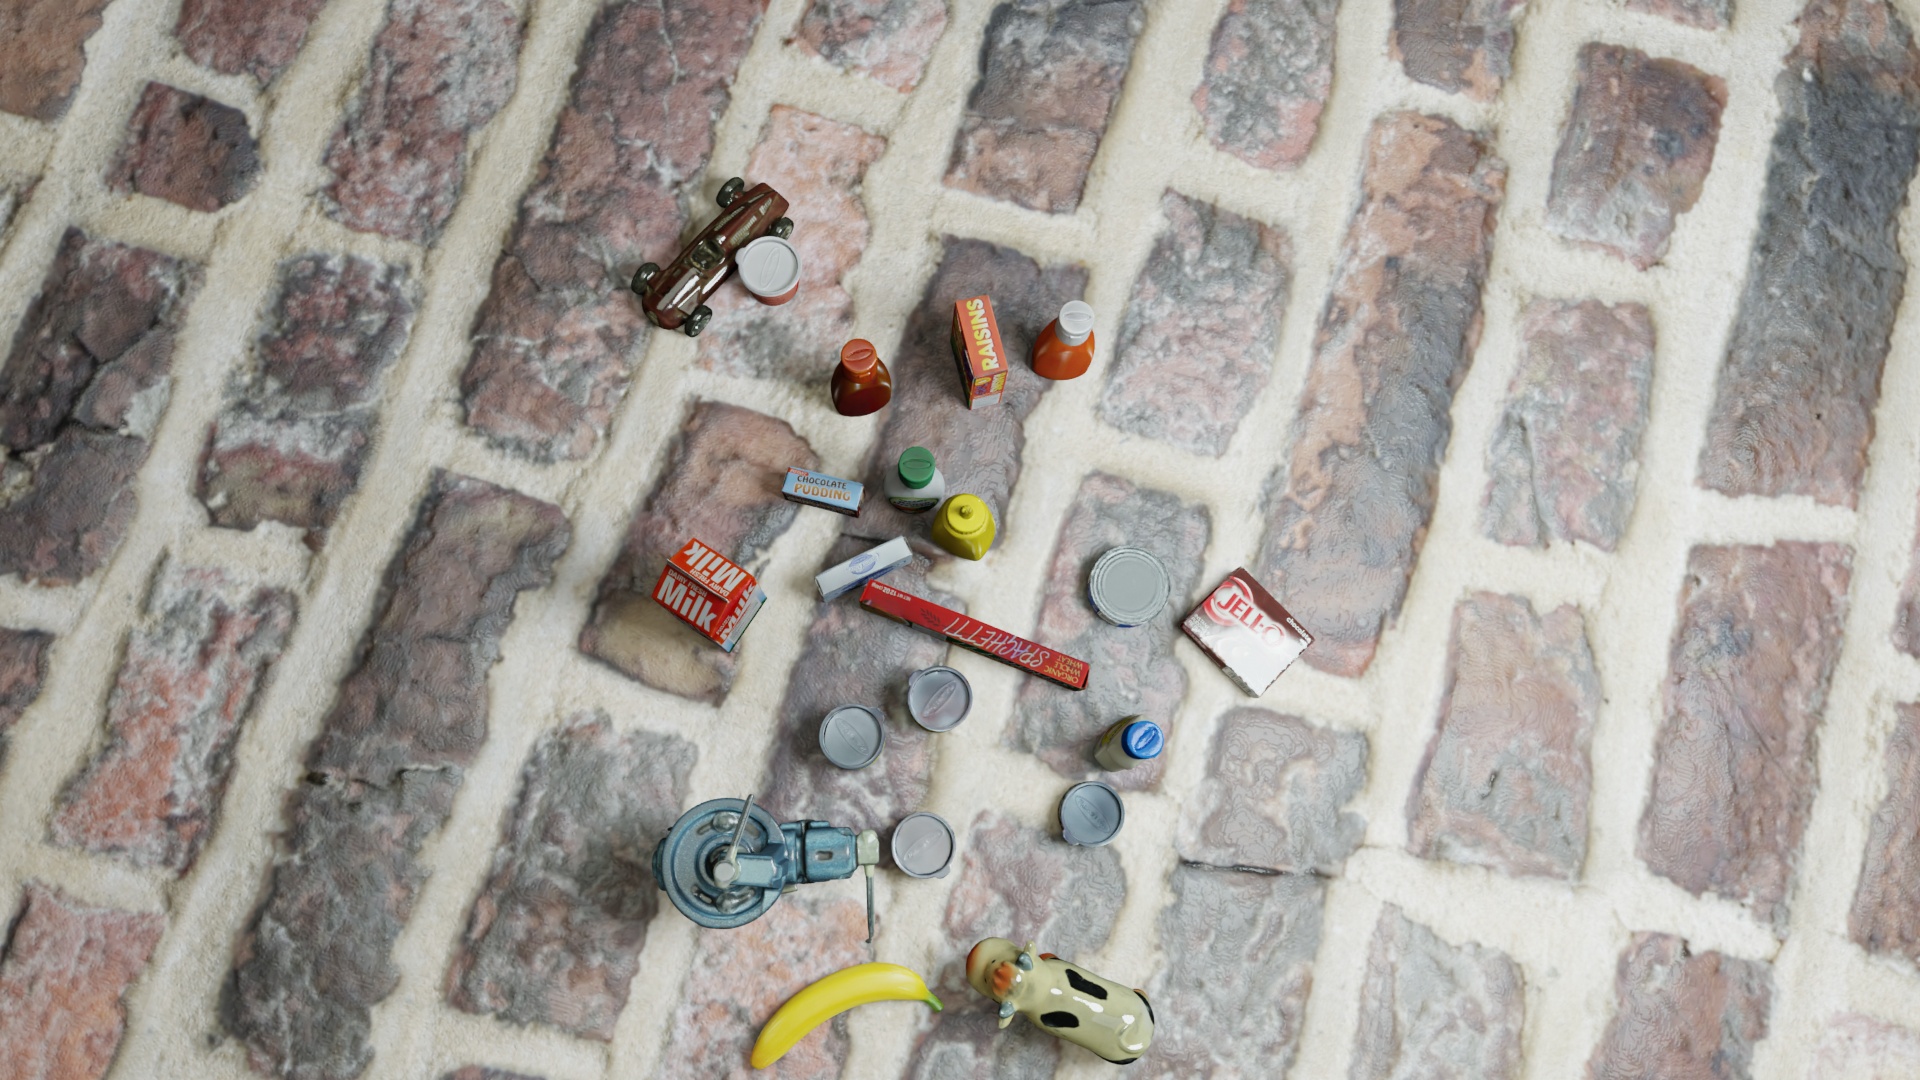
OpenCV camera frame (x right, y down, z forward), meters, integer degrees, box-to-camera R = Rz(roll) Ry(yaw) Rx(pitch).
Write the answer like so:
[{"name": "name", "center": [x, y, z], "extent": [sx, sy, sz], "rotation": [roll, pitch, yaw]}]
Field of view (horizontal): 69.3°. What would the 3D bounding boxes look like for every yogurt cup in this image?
[{"name": "yogurt cup", "center": [-0.205, -0.289, 1.510], "extent": [0.072, 0.054, 0.072], "rotation": [1, 79, -3]}]

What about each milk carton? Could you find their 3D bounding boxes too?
[{"name": "milk carton", "center": [-0.248, 0.053, 1.372], "extent": [0.072, 0.190, 0.073], "rotation": [33, 80, 3]}]

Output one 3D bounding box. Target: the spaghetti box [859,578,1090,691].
[{"name": "spaghetti box", "center": [0.015, 0.100, 1.449], "extent": [0.250, 0.050, 0.029], "rotation": [21, 79, 1]}]

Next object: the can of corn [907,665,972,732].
[{"name": "can of corn", "center": [-0.024, 0.163, 1.430], "extent": [0.071, 0.058, 0.071], "rotation": [1, 79, -3]}]

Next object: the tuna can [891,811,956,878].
[{"name": "tuna can", "center": [-0.036, 0.312, 1.413], "extent": [0.071, 0.032, 0.071], "rotation": [1, 79, -3]}]

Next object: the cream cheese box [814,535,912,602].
[{"name": "cream cheese box", "center": [-0.101, 0.030, 1.454], "extent": [0.104, 0.053, 0.024], "rotation": [-25, 82, -7]}]

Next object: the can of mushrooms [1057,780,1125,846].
[{"name": "can of mushrooms", "center": [0.132, 0.283, 1.428], "extent": [0.071, 0.033, 0.071], "rotation": [1, 79, -3]}]

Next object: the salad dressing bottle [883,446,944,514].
[{"name": "salad dressing bottle", "center": [-0.047, -0.062, 1.427], "extent": [0.064, 0.147, 0.044], "rotation": [2, 80, -3]}]

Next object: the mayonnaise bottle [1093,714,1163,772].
[{"name": "mayonnaise bottle", "center": [0.172, 0.201, 1.388], "extent": [0.065, 0.148, 0.041], "rotation": [-44, 85, -9]}]

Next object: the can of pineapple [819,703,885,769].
[{"name": "can of pineapple", "center": [-0.108, 0.201, 1.418], "extent": [0.071, 0.057, 0.071], "rotation": [1, 79, -3]}]

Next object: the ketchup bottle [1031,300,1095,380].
[{"name": "ketchup bottle", "center": [0.113, -0.210, 1.464], "extent": [0.065, 0.148, 0.043], "rotation": [1, 80, -3]}]

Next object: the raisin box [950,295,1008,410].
[{"name": "raisin box", "center": [0.018, -0.197, 1.469], "extent": [0.040, 0.123, 0.086], "rotation": [-13, 80, -5]}]

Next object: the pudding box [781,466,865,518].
[{"name": "pudding box", "center": [-0.144, -0.051, 1.469], "extent": [0.084, 0.049, 0.030], "rotation": [14, 79, 0]}]

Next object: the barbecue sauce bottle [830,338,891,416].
[{"name": "barbecue sauce bottle", "center": [-0.104, -0.169, 1.444], "extent": [0.065, 0.148, 0.044], "rotation": [-17, 81, -6]}]

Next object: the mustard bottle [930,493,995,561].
[{"name": "mustard bottle", "center": [0.005, -0.018, 1.415], "extent": [0.065, 0.160, 0.049], "rotation": [27, 79, 2]}]
